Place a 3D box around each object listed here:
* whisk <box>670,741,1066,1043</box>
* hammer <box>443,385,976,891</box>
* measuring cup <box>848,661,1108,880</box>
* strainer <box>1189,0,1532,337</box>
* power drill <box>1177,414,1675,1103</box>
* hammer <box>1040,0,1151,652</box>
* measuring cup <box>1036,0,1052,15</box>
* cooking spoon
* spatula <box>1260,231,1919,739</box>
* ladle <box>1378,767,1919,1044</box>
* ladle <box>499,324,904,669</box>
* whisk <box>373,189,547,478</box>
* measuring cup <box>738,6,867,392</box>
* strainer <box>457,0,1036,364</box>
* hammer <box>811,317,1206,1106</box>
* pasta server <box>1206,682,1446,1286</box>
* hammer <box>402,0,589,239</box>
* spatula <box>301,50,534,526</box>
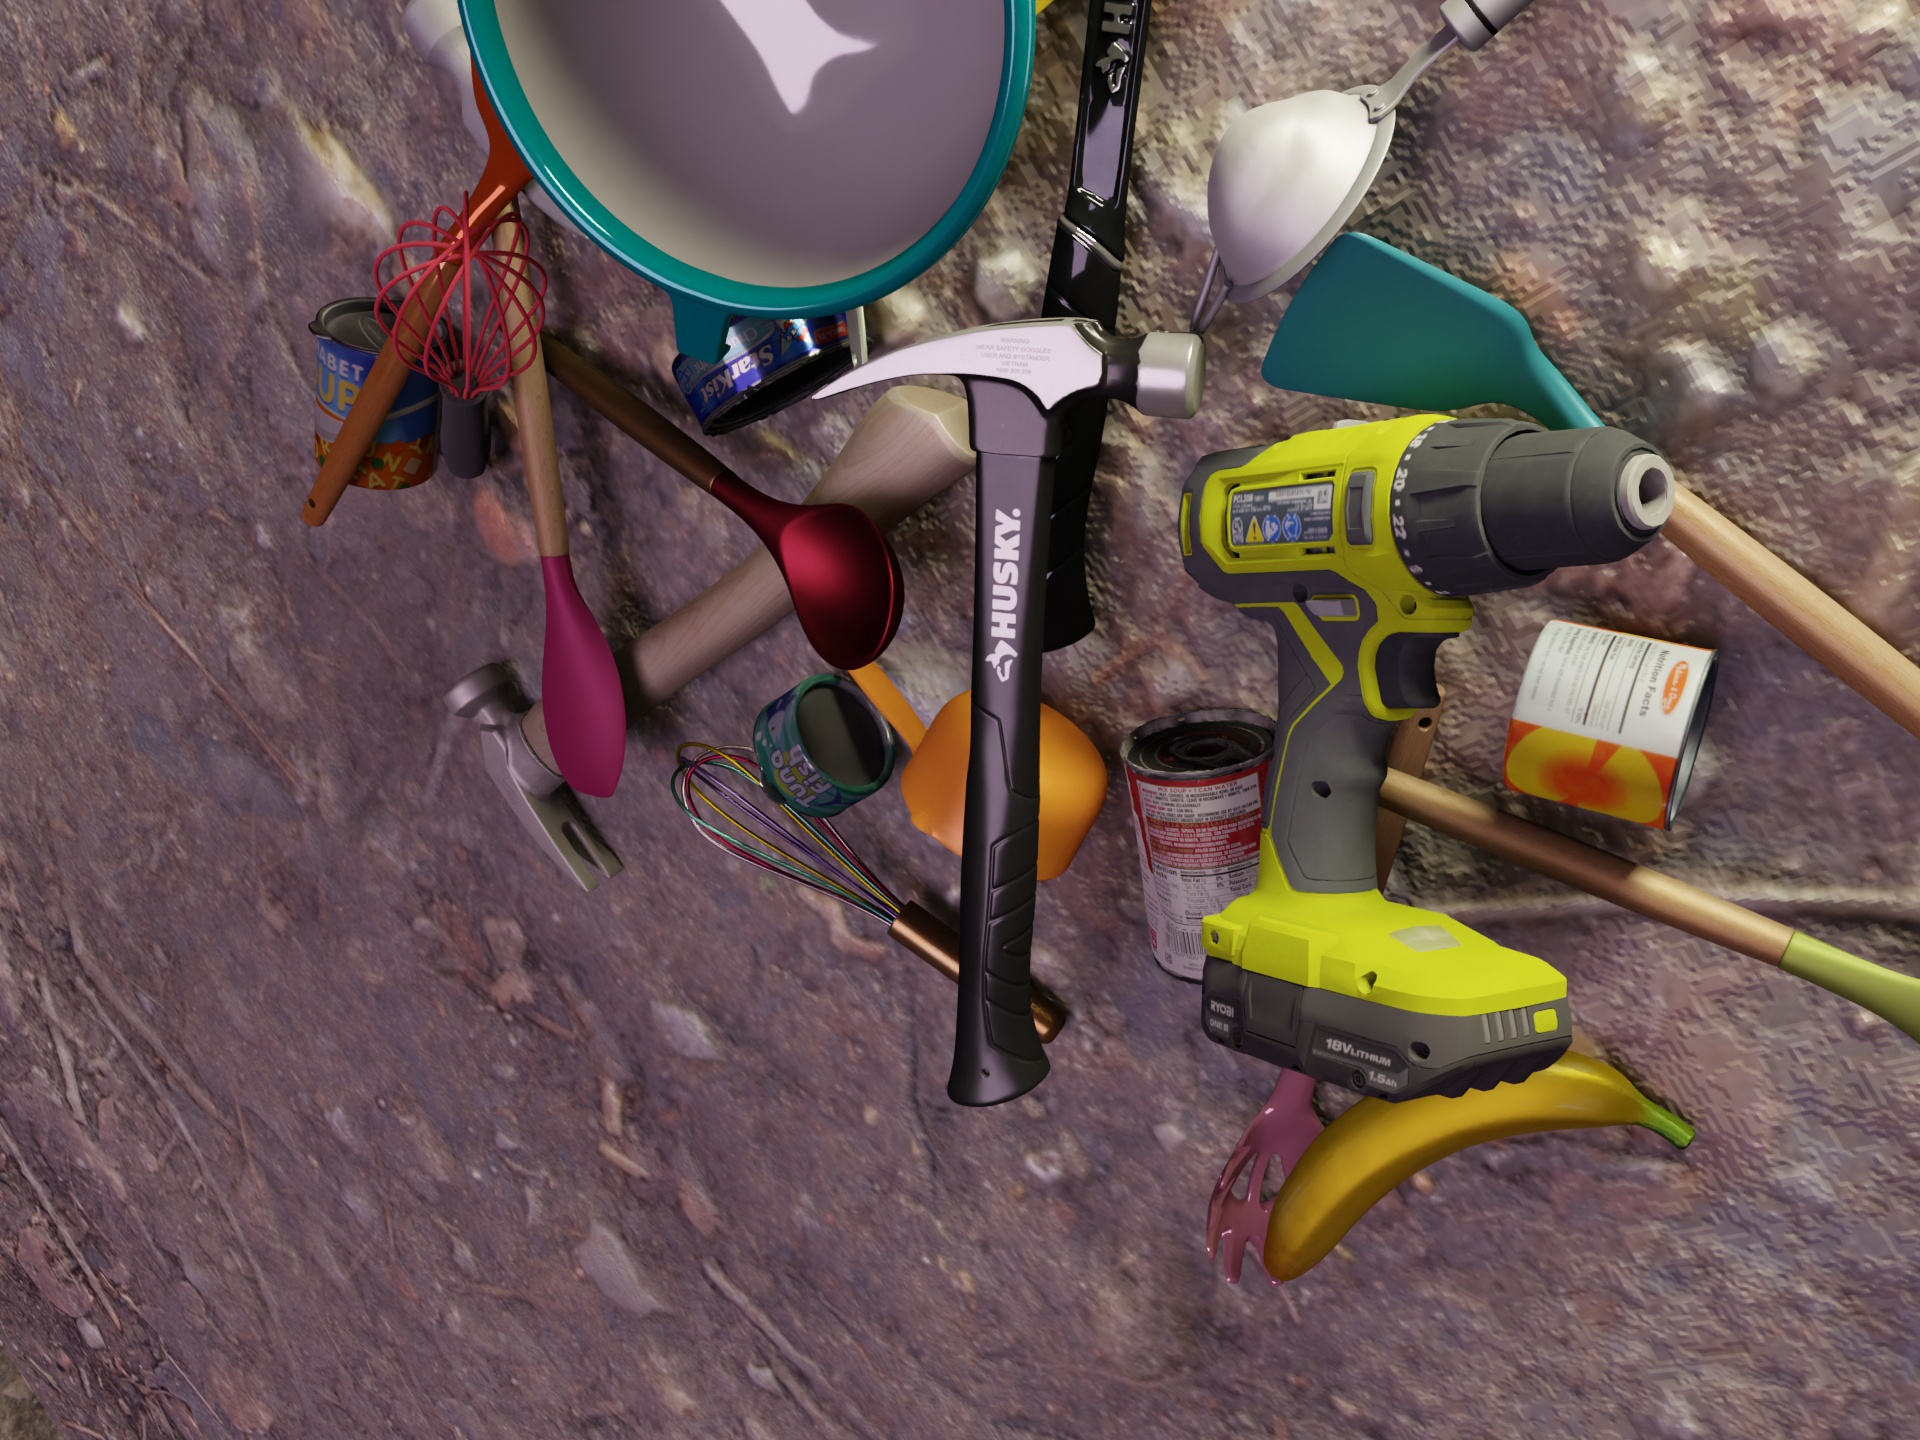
[{"bbox_3d":[-0.049,0.087,0.815,0.245,0.051,0.047,35,115,5],"label":"whisk"},{"bbox_3d":[-0.128,-0.038,0.824,0.410,0.038,0.146,-31,95,40],"label":"hammer"},{"bbox_3d":[-0.001,-0.002,0.738,0.174,0.095,0.052,48,122,31],"label":"measuring cup"},{"bbox_3d":[0.158,-0.225,0.520,0.050,0.087,0.258,34,124,-28],"label":"strainer"},{"bbox_3d":[0.155,0.008,0.554,0.191,0.080,0.228,6,97,58],"label":"power drill"},{"bbox_3d":[0.047,-0.205,0.609,0.149,0.036,0.408,14,123,12],"label":"hammer"},{"bbox_3d":[0.017,-0.273,0.621,0.156,0.029,0.062,-37,96,28],"label":"measuring cup"},{"bbox_3d":[-0.212,-0.110,0.815,0.069,0.017,0.318,9,112,37],"label":"cooking spoon"},{"bbox_3d":[0.249,-0.059,0.550,0.317,0.044,0.082,41,153,9],"label":"spatula"},{"bbox_3d":[0.279,0.067,0.586,0.320,0.062,0.078,24,125,27],"label":"ladle"},{"bbox_3d":[-0.130,-0.123,0.754,0.316,0.031,0.069,38,119,29],"label":"ladle"},{"bbox_3d":[-0.234,-0.165,0.748,0.073,0.073,0.296,57,161,-3],"label":"whisk"},{"bbox_3d":[-0.067,-0.215,0.649,0.083,0.038,0.167,165,96,-76],"label":"measuring cup"},{"bbox_3d":[-0.011,-0.273,0.517,0.340,0.095,0.210,-20,113,33],"label":"strainer"},{"bbox_3d":[0.013,0.007,0.647,0.146,0.035,0.334,7,110,16],"label":"hammer"},{"bbox_3d":[0.164,0.126,0.703,0.060,0.040,0.316,6,119,-7],"label":"pasta server"},{"bbox_3d":[-0.095,-0.361,0.642,0.405,0.035,0.144,-33,91,40],"label":"hammer"},{"bbox_3d":[-0.264,-0.207,0.771,0.081,0.041,0.322,48,122,8],"label":"spatula"}]
